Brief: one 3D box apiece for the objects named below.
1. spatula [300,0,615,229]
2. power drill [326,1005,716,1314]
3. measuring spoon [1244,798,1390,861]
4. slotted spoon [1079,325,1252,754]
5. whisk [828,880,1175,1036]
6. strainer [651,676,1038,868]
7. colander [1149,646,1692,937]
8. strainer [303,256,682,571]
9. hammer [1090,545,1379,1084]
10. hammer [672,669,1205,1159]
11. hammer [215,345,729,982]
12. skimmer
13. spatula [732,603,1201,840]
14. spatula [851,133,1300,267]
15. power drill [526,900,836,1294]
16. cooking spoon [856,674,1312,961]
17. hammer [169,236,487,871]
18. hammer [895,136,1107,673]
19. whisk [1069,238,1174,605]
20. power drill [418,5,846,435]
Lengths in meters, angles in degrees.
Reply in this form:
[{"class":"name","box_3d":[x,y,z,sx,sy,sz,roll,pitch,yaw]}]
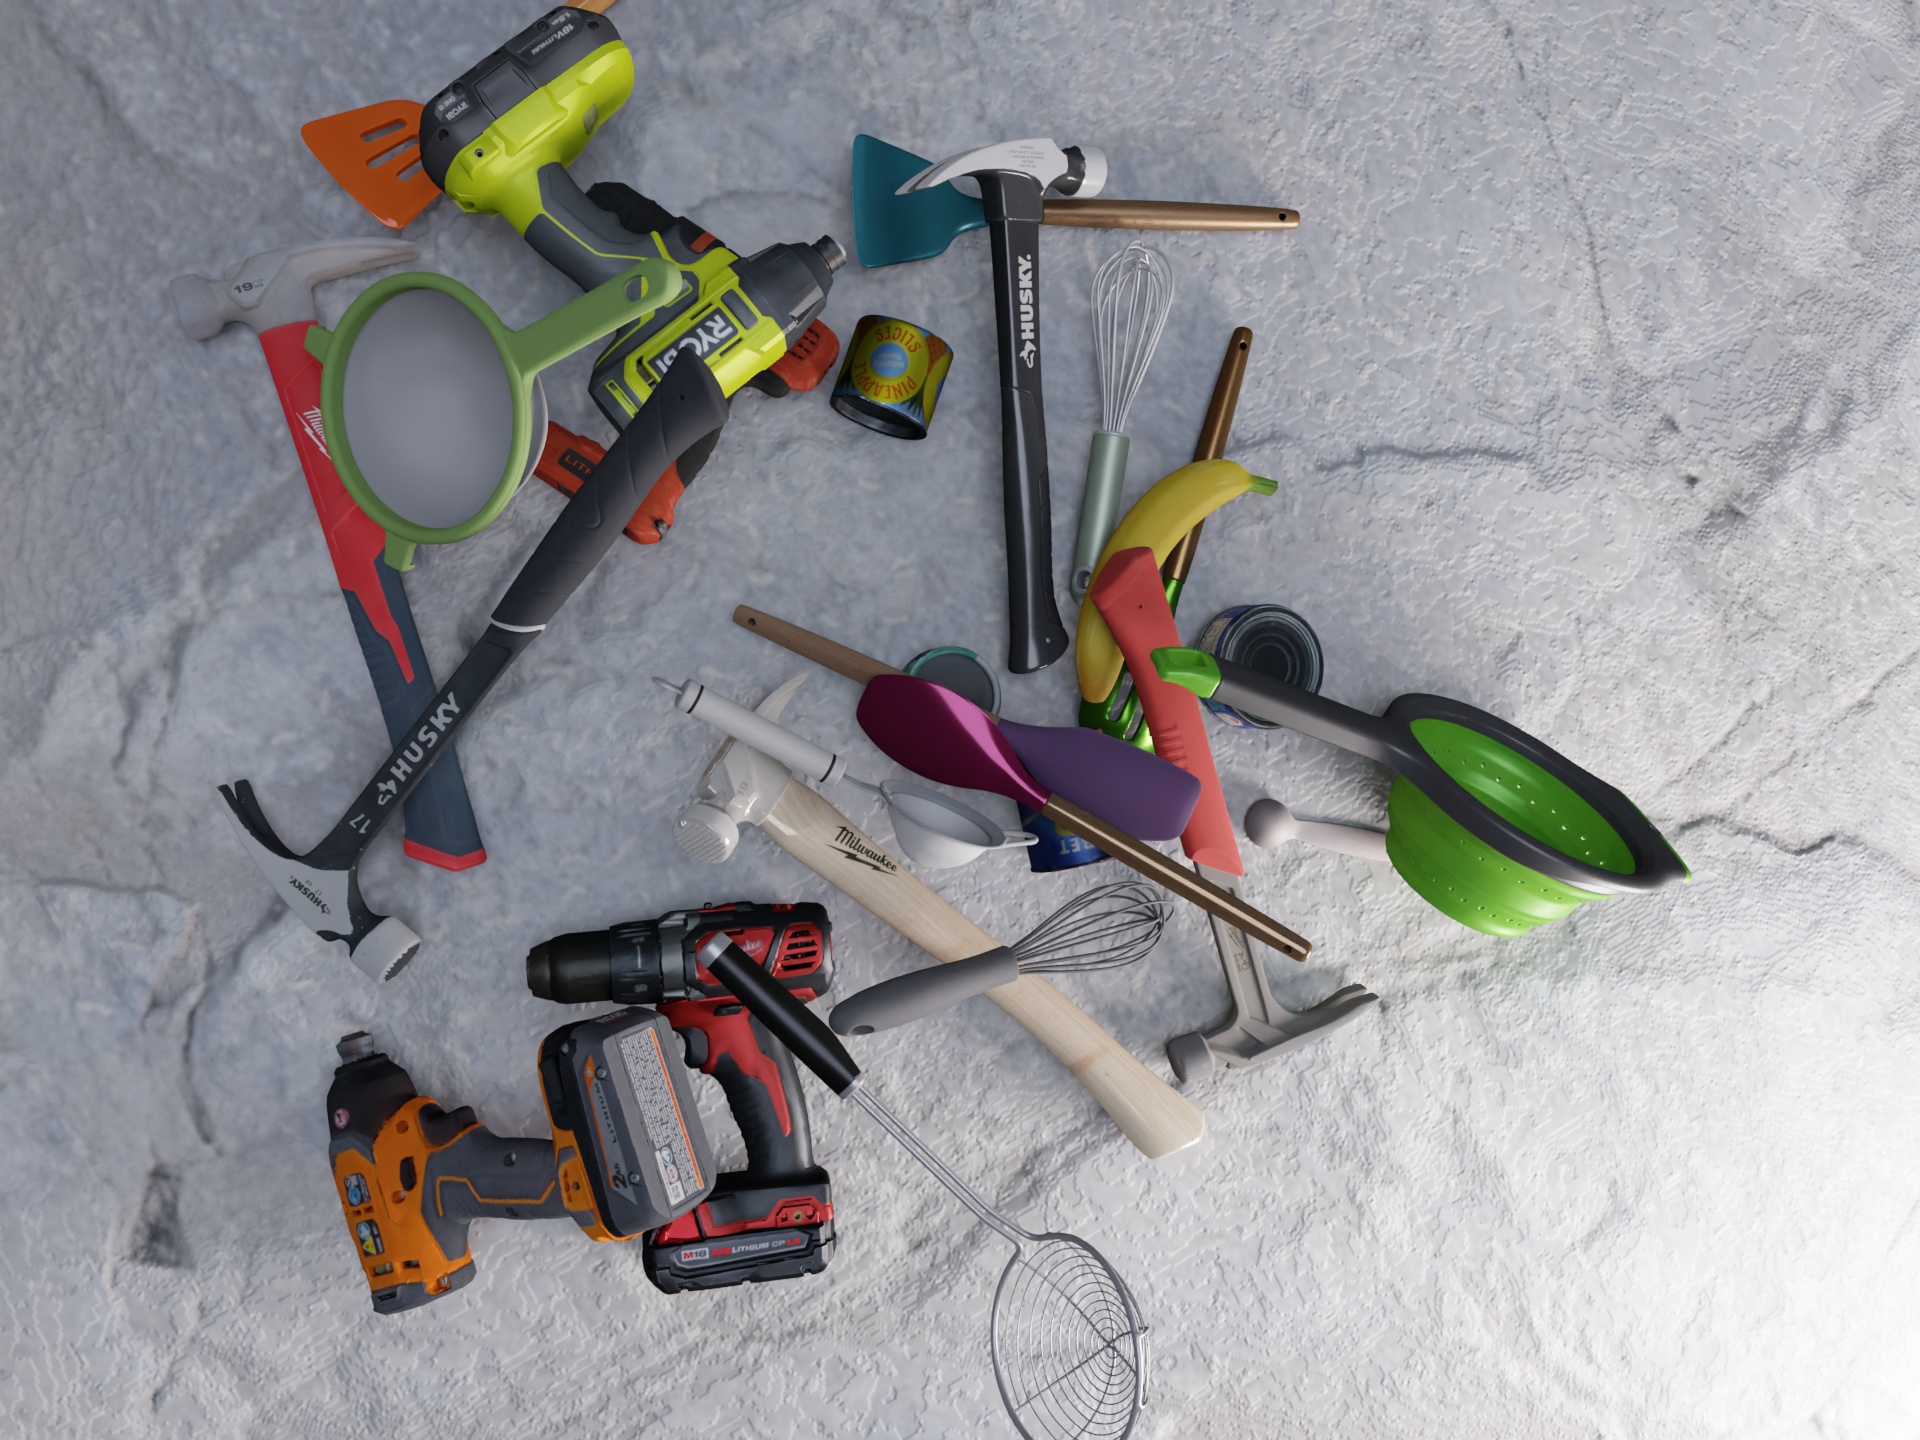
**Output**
[{"class":"spatula","box_3d":[-0.258,-0.428,0.989,0.322,0.041,0.081,-44,97,-10]},{"class":"power drill","box_3d":[-0.269,0.239,0.919,0.226,0.084,0.164,-21,85,21]},{"class":"measuring spoon","box_3d":[0.256,0.080,1.099,0.124,0.018,0.034,12,87,-12]},{"class":"slotted spoon","box_3d":[0.149,-0.120,1.076,0.070,0.031,0.314,18,84,-15]},{"class":"whisk","box_3d":[0.030,0.148,0.969,0.239,0.055,0.055,-15,93,-25]},{"class":"strainer","box_3d":[-0.072,0.035,0.961,0.258,0.087,0.050,29,100,-18]},{"class":"colander","box_3d":[0.280,0.052,1.032,0.397,0.205,0.094,19,117,-19]},{"class":"strainer","box_3d":[-0.246,-0.195,0.894,0.256,0.069,0.151,-20,91,26]},{"class":"hammer","box_3d":[0.165,0.058,1.038,0.149,0.037,0.359,-20,105,-10]},{"class":"hammer","box_3d":[0.008,0.141,1.023,0.410,0.038,0.146,41,47,-15]},{"class":"hammer","box_3d":[-0.270,-0.044,0.914,0.149,0.036,0.409,40,100,1]},{"class":"skimmer","box_3d":[-0.033,0.271,0.921,0.363,0.090,0.127,44,126,1]},{"class":"spatula","box_3d":[-0.002,-0.003,1.001,0.316,0.018,0.059,25,106,7]},{"class":"spatula","box_3d":[0.081,-0.337,1.055,0.317,0.044,0.082,-3,95,-13]},{"class":"power drill","box_3d":[-0.167,0.227,0.983,0.188,0.080,0.227,-4,87,-12]},{"class":"cooking spoon","box_3d":[0.075,0.064,0.985,0.319,0.017,0.068,30,123,5]},{"class":"hammer","box_3d":[-0.346,-0.098,0.968,0.143,0.038,0.386,-18,93,-13]},{"class":"hammer","box_3d":[0.036,-0.196,1.015,0.146,0.035,0.334,-11,104,-36]},{"class":"whisk","box_3d":[0.102,-0.197,1.060,0.058,0.059,0.246,9,92,25]},{"class":"power drill","box_3d":[-0.190,-0.292,0.934,0.171,0.080,0.223,-40,93,-7]}]
